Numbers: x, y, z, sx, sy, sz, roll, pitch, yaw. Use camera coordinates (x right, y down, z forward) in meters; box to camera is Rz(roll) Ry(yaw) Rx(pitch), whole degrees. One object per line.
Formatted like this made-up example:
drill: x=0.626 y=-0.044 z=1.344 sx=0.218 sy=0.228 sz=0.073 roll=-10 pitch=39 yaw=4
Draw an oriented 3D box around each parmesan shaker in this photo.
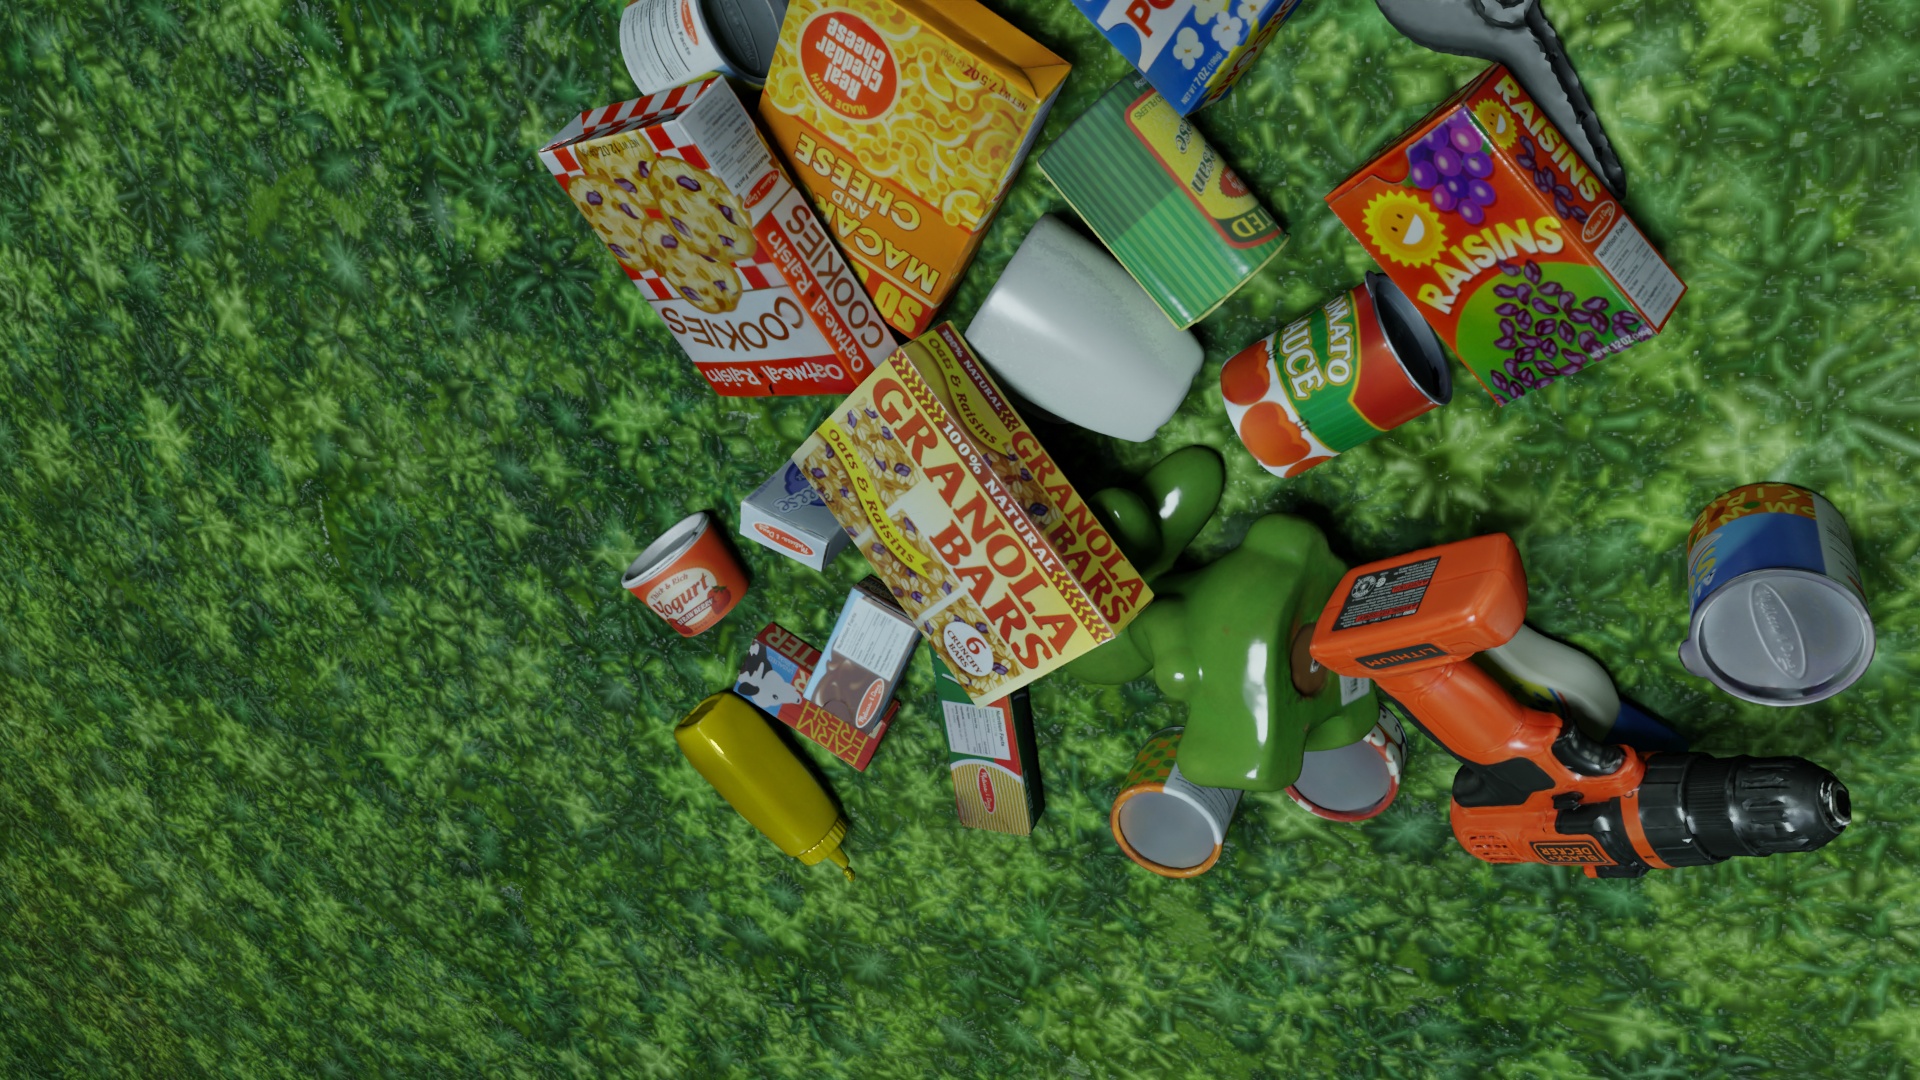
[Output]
parmesan shaker: x=0.091 y=-0.155 z=0.633 sx=0.103 sy=0.072 sz=0.071 roll=48 pitch=127 yaw=-6

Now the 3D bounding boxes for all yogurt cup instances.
yogurt cup: x=-0.169 y=0.023 z=0.870 sx=0.072 sy=0.073 sz=0.054 roll=-25 pitch=113 yaw=34

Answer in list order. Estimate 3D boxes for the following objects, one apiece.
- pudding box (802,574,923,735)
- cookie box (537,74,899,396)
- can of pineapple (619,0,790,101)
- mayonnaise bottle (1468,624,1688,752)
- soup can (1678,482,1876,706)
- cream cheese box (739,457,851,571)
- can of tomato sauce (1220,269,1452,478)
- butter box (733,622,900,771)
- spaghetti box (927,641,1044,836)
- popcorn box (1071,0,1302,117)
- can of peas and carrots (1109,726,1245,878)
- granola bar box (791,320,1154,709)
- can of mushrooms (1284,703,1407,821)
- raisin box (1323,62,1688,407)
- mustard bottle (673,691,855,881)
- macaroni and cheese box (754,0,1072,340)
pudding box: x=-0.057 y=0.069 z=0.847 sx=0.050 sy=0.030 sz=0.083 roll=28 pitch=108 yaw=8
cookie box: x=-0.123 y=-0.147 z=0.714 sx=0.123 sy=0.040 sz=0.167 roll=5 pitch=139 yaw=43
can of pineapple: x=-0.124 y=-0.248 z=0.687 sx=0.058 sy=0.071 sz=0.070 roll=-10 pitch=113 yaw=37
mayonnaise bottle: x=0.283 y=0.075 z=0.690 sx=0.148 sy=0.041 sz=0.064 roll=31 pitch=134 yaw=8
soup can: x=0.349 y=0.022 z=0.602 sx=0.071 sy=0.084 sz=0.071 roll=12 pitch=122 yaw=20
cream cheese box: x=-0.072 y=-0.028 z=0.766 sx=0.053 sy=0.104 sz=0.024 roll=25 pitch=130 yaw=13
can of tomato sauce: x=0.171 y=-0.076 z=0.642 sx=0.083 sy=0.071 sz=0.071 roll=-29 pitch=103 yaw=36
butter box: x=-0.093 y=0.102 z=0.901 sx=0.103 sy=0.024 sz=0.052 roll=31 pitch=127 yaw=7
spaghetti box: x=0.010 y=0.068 z=0.828 sx=0.050 sy=0.029 sz=0.248 roll=4 pitch=119 yaw=24
popcorn box: x=0.107 y=-0.252 z=0.569 sx=0.085 sy=0.038 sz=0.126 roll=49 pitch=138 yaw=8
can of peas and carrots: x=0.124 y=0.153 z=0.803 sx=0.071 sy=0.059 sz=0.070 roll=12 pitch=122 yaw=20
granola bar box: x=0.002 y=-0.009 z=0.687 sx=0.165 sy=0.039 sz=0.123 roll=53 pitch=141 yaw=0
can of mushrooms: x=0.209 y=0.120 z=0.759 sx=0.071 sy=0.034 sz=0.070 roll=11 pitch=121 yaw=20
raisin box: x=0.227 y=-0.125 z=0.586 sx=0.123 sy=0.040 sz=0.086 roll=48 pitch=153 yaw=-6
mustard bottle: x=-0.123 y=0.172 z=0.938 sx=0.160 sy=0.049 sz=0.065 roll=50 pitch=149 yaw=-14
macaroni and cheese box: x=-0.035 y=-0.191 z=0.669 sx=0.124 sy=0.040 sz=0.165 roll=35 pitch=142 yaw=1
